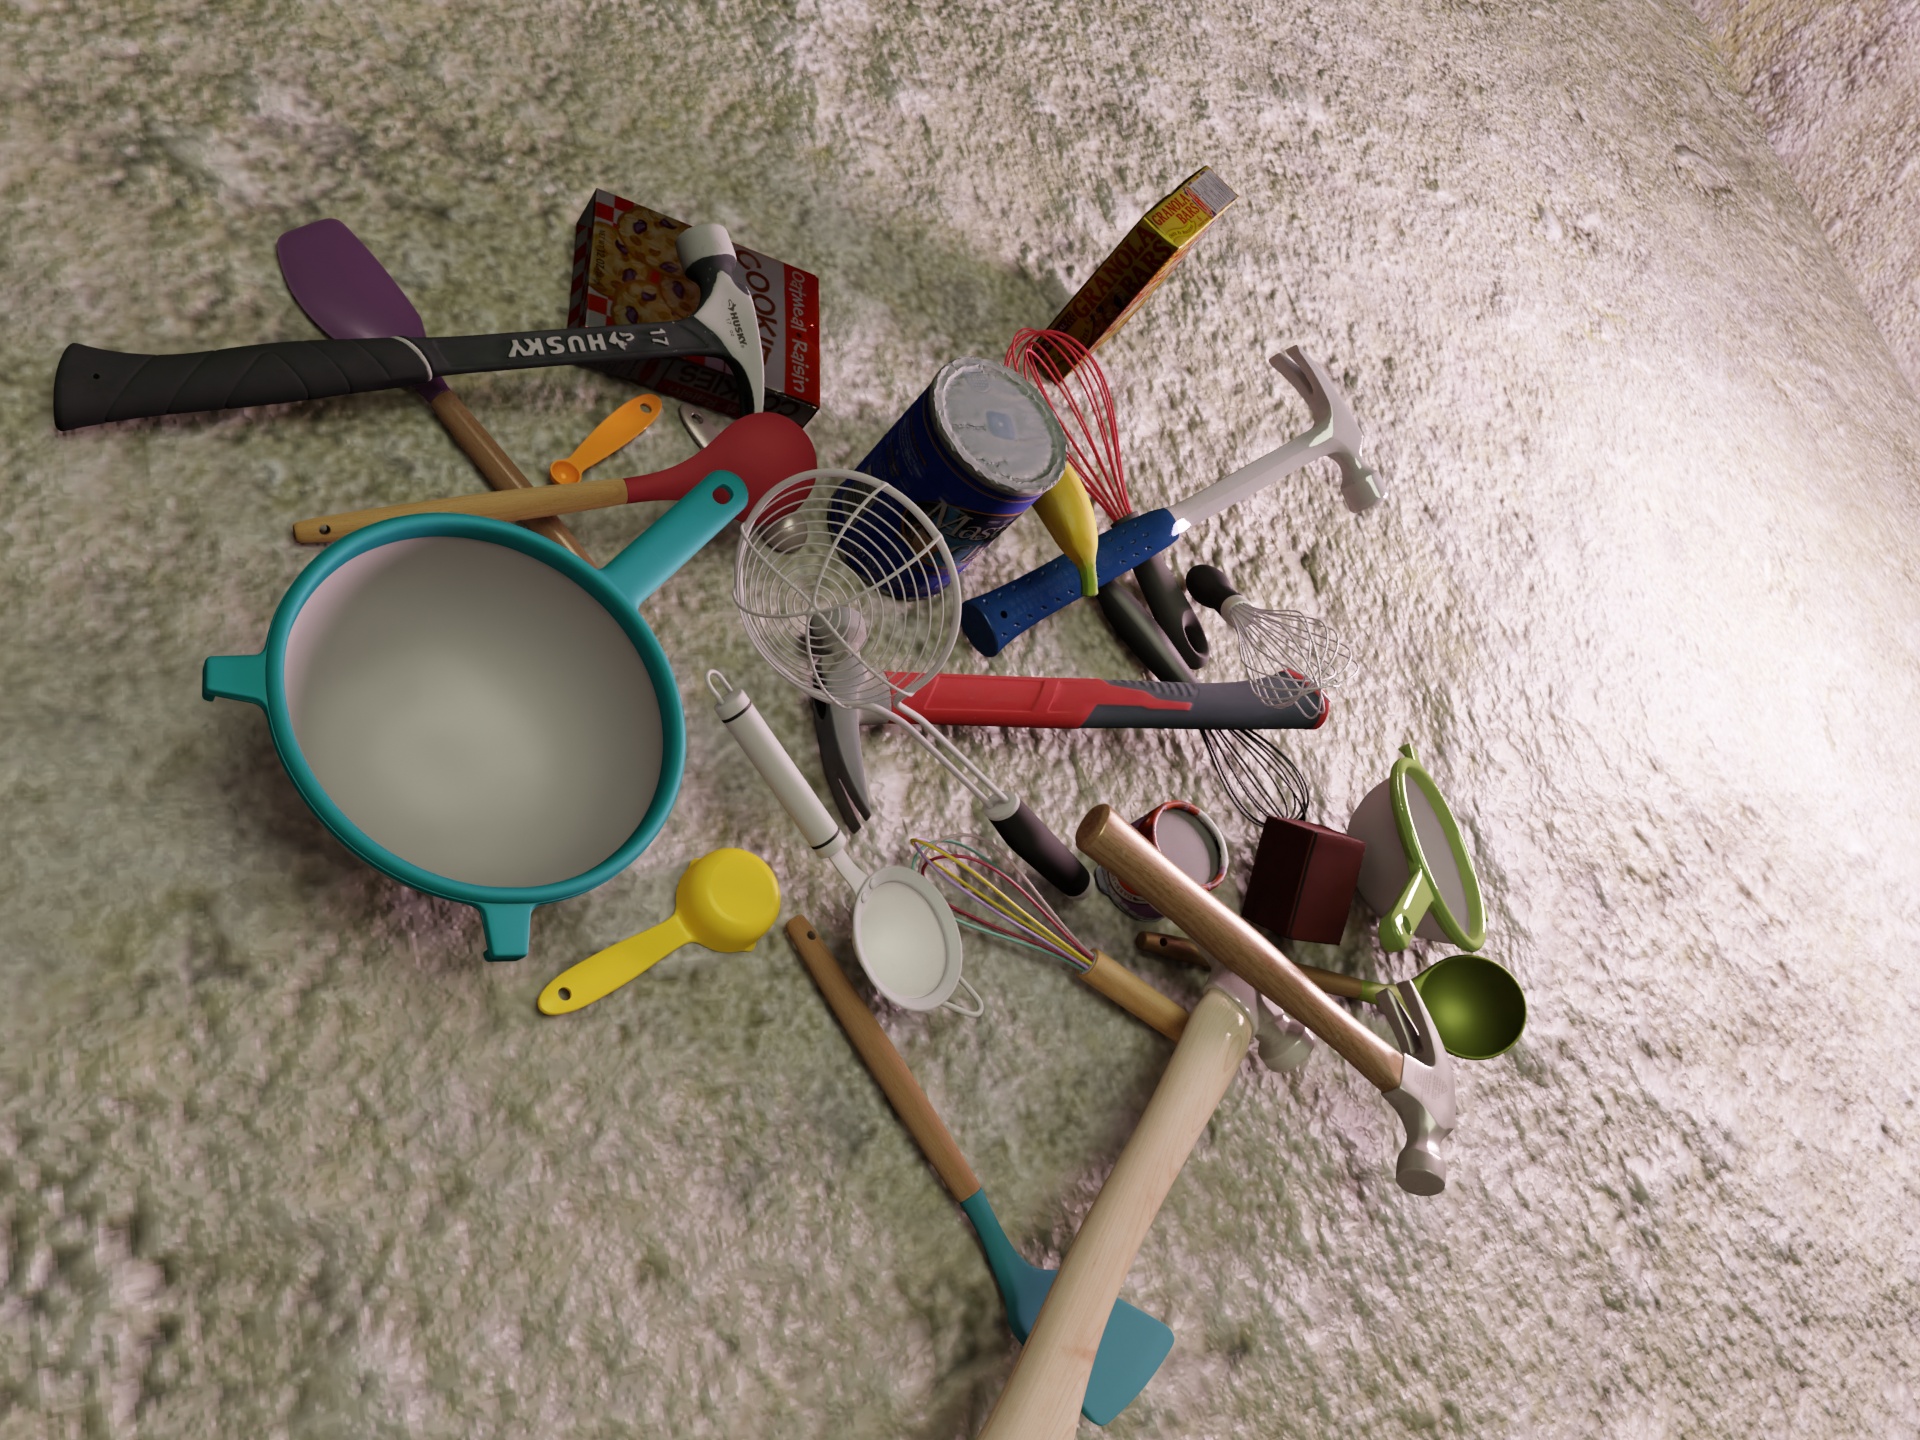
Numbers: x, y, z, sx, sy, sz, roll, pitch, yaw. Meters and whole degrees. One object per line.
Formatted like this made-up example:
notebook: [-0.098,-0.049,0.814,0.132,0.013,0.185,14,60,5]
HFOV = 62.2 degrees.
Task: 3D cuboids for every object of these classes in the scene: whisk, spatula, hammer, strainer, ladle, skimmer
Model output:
whisk: [0.065,0.143,0.998,0.244,0.047,0.051,36,47,-18]
spatula: [-0.002,0.239,0.890,0.082,0.044,0.317,-27,81,-47]
hammer: [0.200,0.161,1.012,0.331,0.031,0.130,40,43,-17]
whisk: [0.174,-0.012,1.168,0.055,0.055,0.239,-31,80,-43]
strainer: [-0.071,0.075,0.902,0.258,0.050,0.087,57,38,-20]
whisk: [0.209,-0.068,1.131,0.070,0.070,0.285,32,12,-17]
hammer: [0.093,0.257,0.897,0.146,0.038,0.411,50,41,-8]
hammer: [0.160,-0.156,1.186,0.405,0.035,0.144,-30,96,-30]
strainer: [-0.227,-0.029,0.854,0.211,0.095,0.340,45,45,-9]
hammer: [-0.296,-0.205,0.917,0.409,0.036,0.149,-15,83,-33]
ladle: [-0.222,-0.132,0.927,0.315,0.031,0.069,-13,106,-27]
skimmer: [-0.001,-0.003,0.922,0.362,0.127,0.090,46,39,-49]
hammer: [0.088,0.002,1.064,0.386,0.038,0.143,1,64,-26]
whisk: [0.117,-0.172,1.217,0.073,0.073,0.296,-24,85,-42]
spatula: [-0.293,-0.170,0.940,0.316,0.018,0.060,50,53,1]
ladle: [0.264,0.180,1.112,0.320,0.062,0.078,16,64,-25]
strainer: [0.309,0.120,1.140,0.256,0.069,0.151,-28,94,-62]

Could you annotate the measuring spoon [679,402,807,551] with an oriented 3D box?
measuring spoon: [-0.142,-0.164,1.045,0.124,0.018,0.034,51,47,1]

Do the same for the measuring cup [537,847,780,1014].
measuring cup: [-0.159,0.116,0.857,0.156,0.029,0.062,-28,82,-45]

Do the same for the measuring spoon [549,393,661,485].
measuring spoon: [-0.223,-0.176,1.002,0.021,0.011,0.117,41,44,-7]
